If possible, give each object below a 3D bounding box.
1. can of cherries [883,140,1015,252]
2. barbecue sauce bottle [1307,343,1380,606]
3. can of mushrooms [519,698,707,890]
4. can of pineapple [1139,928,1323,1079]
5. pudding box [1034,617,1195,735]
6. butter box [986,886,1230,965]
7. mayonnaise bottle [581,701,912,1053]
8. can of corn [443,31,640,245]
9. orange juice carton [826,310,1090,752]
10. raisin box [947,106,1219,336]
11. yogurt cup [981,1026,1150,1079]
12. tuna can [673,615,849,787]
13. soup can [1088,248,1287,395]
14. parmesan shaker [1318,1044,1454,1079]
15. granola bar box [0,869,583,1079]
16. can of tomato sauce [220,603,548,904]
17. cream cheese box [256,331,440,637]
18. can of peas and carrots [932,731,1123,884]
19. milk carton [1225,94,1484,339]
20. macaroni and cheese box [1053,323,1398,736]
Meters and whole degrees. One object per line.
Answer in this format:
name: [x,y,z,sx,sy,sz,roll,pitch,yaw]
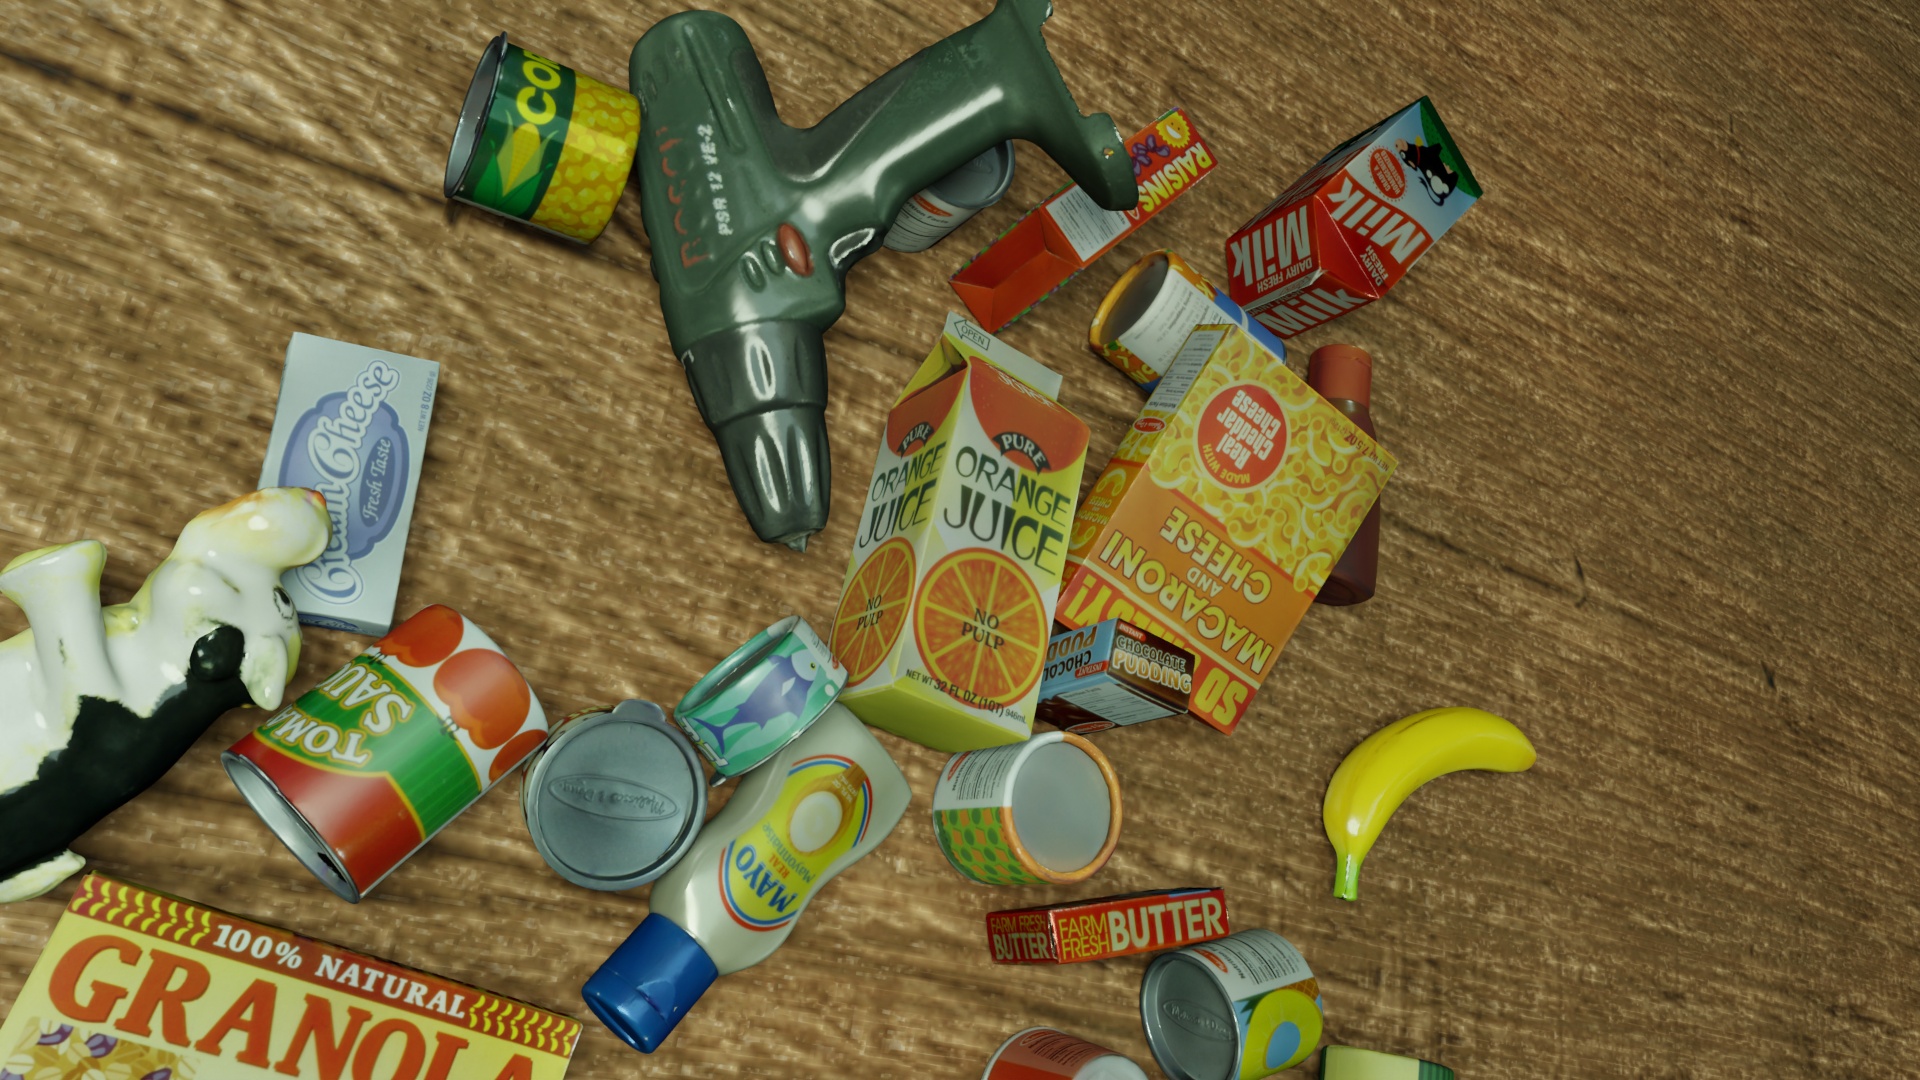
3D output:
can of cherries: [-0.016,-0.182,0.672,0.071,0.058,0.071,9,73,-31]
barbecue sauce bottle: [0.213,-0.041,0.797,0.065,0.043,0.149,23,65,-27]
can of mushrooms: [-0.131,0.094,0.528,0.071,0.033,0.071,1,88,-23]
can of pineapple: [0.128,0.224,0.657,0.058,0.071,0.071,-3,79,-34]
pudding box: [0.062,0.065,0.644,0.049,0.083,0.030,26,63,-25]
butter box: [0.068,0.176,0.636,0.104,0.053,0.024,2,75,-33]
mayonnaise bottle: [-0.085,0.133,0.553,0.064,0.041,0.149,53,55,-14]
can of corn: [-0.167,-0.161,0.558,0.058,0.071,0.071,16,69,-31]
orange juice carton: [0.002,-0.008,0.629,0.072,0.073,0.193,25,65,-26]
raisin box: [0.062,-0.162,0.701,0.124,0.086,0.040,-41,97,-34]
yogurt cup: [0.049,0.249,0.604,0.072,0.053,0.072,10,72,-32]
tuna can: [-0.082,0.064,0.559,0.071,0.071,0.033,-44,103,-33]
soup can: [0.119,-0.105,0.739,0.083,0.071,0.071,34,61,-21]
parmesan shaker: [0.210,0.309,0.685,0.071,0.071,0.103,24,65,-27]
granola bar box: [-0.225,0.192,0.445,0.165,0.039,0.124,28,64,-25]
can of tomato sauce: [-0.196,0.070,0.478,0.083,0.071,0.071,-43,103,-34]
cream cheese box: [-0.226,-0.020,0.506,0.053,0.024,0.104,11,71,-24]
can of peas and carrots: [0.032,0.122,0.623,0.071,0.058,0.071,9,73,-31]
milk carton: [0.227,-0.184,0.826,0.191,0.072,0.073,-42,102,-34]
macaroni and cheese box: [0.127,-0.005,0.695,0.123,0.040,0.166,35,84,-21]
